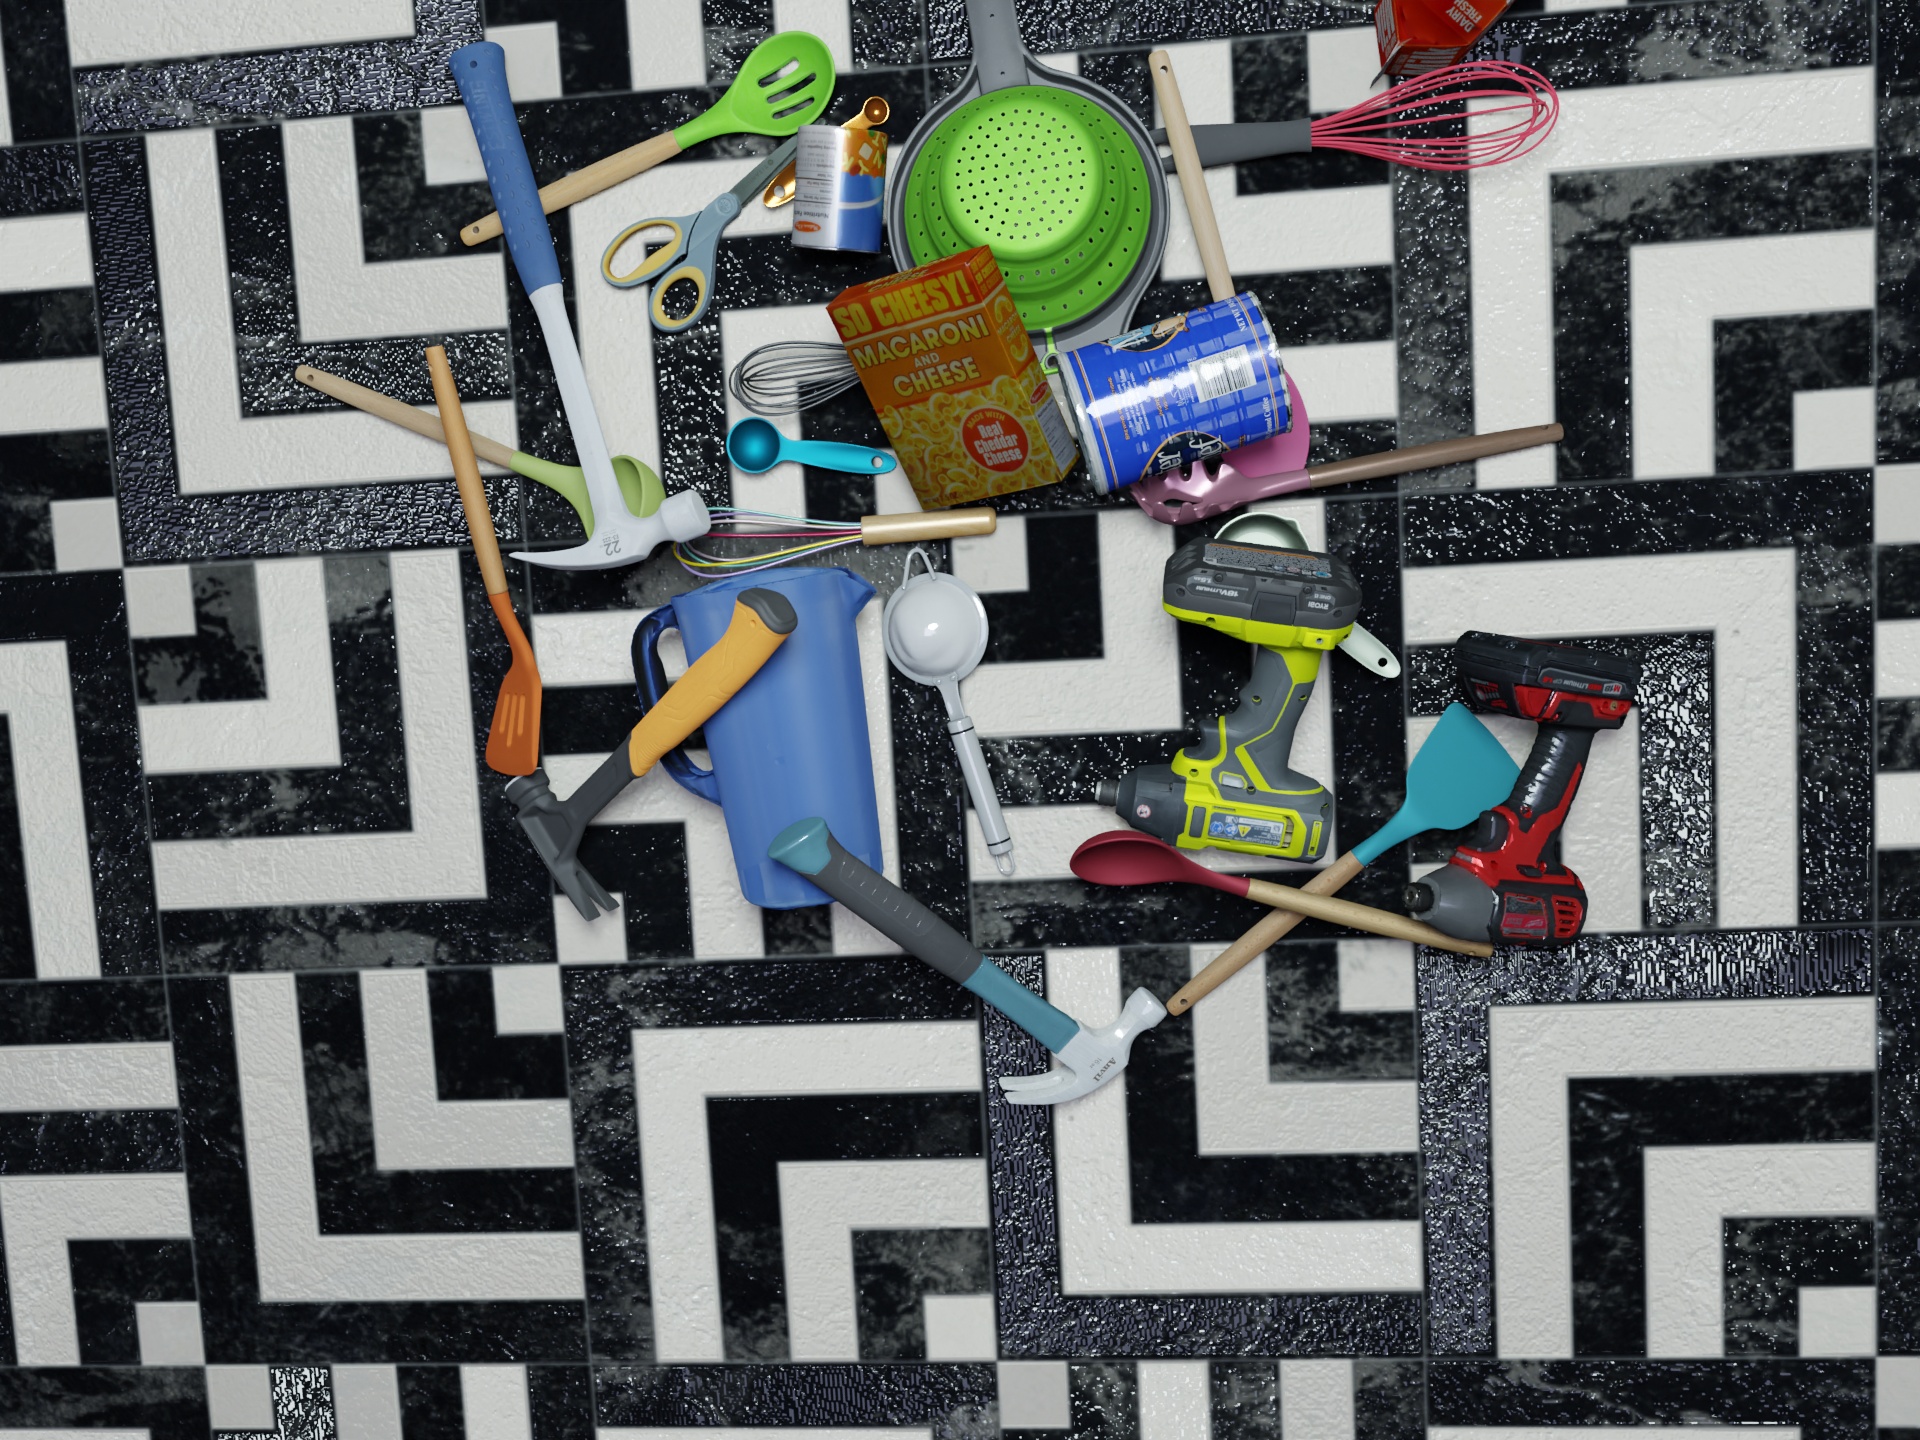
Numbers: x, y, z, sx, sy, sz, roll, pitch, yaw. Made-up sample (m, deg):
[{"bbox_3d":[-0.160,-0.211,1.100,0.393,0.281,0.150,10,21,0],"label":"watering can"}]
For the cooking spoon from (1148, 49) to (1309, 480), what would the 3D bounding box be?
[{"bbox_3d":[0.186,-0.320,1.146,0.069,0.017,0.318,-17,101,6],"label":"cooking spoon"}]

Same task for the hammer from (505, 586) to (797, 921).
[{"bbox_3d":[-0.215,0.018,1.138,0.337,0.034,0.127,-40,79,37],"label":"hammer"}]

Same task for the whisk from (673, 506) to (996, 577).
[{"bbox_3d":[-0.095,-0.144,1.197,0.245,0.047,0.051,-5,107,2],"label":"whisk"}]

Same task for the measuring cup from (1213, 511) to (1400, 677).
[{"bbox_3d":[0.254,-0.087,1.169,0.167,0.038,0.083,38,98,-1],"label":"measuring cup"}]

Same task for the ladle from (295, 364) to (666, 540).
[{"bbox_3d":[-0.368,-0.208,1.208,0.320,0.062,0.078,23,102,6],"label":"ladle"}]

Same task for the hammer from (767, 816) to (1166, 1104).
[{"bbox_3d":[-0.002,0.172,1.159,0.330,0.033,0.128,39,96,-23],"label":"hammer"}]

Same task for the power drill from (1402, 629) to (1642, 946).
[{"bbox_3d":[0.392,0.053,1.130,0.143,0.079,0.219,6,99,-22],"label":"power drill"}]

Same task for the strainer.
[{"bbox_3d":[-0.002,-0.004,1.201,0.087,0.050,0.258,-16,97,22],"label":"strainer"}]

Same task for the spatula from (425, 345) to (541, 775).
[{"bbox_3d":[-0.362,-0.117,1.198,0.081,0.041,0.322,5,111,47],"label":"spatula"}]

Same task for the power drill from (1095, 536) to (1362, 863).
[{"bbox_3d":[0.193,-0.010,1.142,0.171,0.080,0.223,8,114,6],"label":"power drill"}]

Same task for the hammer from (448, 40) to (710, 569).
[{"bbox_3d":[-0.307,-0.303,1.166,0.144,0.035,0.405,-19,83,10],"label":"hammer"}]

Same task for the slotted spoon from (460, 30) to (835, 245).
[{"bbox_3d":[-0.235,-0.425,1.188,0.314,0.031,0.070,-22,92,9],"label":"slotted spoon"}]

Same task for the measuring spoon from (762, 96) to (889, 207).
[{"bbox_3d":[-0.101,-0.420,1.178,0.117,0.011,0.021,-39,110,4],"label":"measuring spoon"}]

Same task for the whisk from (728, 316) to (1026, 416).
[{"bbox_3d":[-0.054,-0.267,1.176,0.239,0.055,0.055,-10,95,2],"label":"whisk"}]

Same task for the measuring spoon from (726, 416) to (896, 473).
[{"bbox_3d":[-0.113,-0.202,1.206,0.128,0.021,0.042,7,96,-4],"label":"measuring spoon"}]

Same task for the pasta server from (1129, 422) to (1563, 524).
[{"bbox_3d":[0.278,-0.186,1.149,0.316,0.060,0.040,-10,139,2],"label":"pasta server"}]

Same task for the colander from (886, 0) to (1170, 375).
[{"bbox_3d":[0.030,-0.445,1.109,0.204,0.094,0.397,-10,89,6],"label":"colander"}]

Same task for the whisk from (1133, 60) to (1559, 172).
[{"bbox_3d":[0.268,-0.418,1.127,0.296,0.073,0.073,-2,96,12],"label":"whisk"}]

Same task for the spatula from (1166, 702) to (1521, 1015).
[{"bbox_3d":[0.278,0.119,1.195,0.317,0.044,0.082,-41,92,12],"label":"spatula"}]

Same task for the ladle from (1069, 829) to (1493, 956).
[{"bbox_3d":[0.235,0.129,1.163,0.315,0.069,0.031,14,55,1],"label":"ladle"}]
